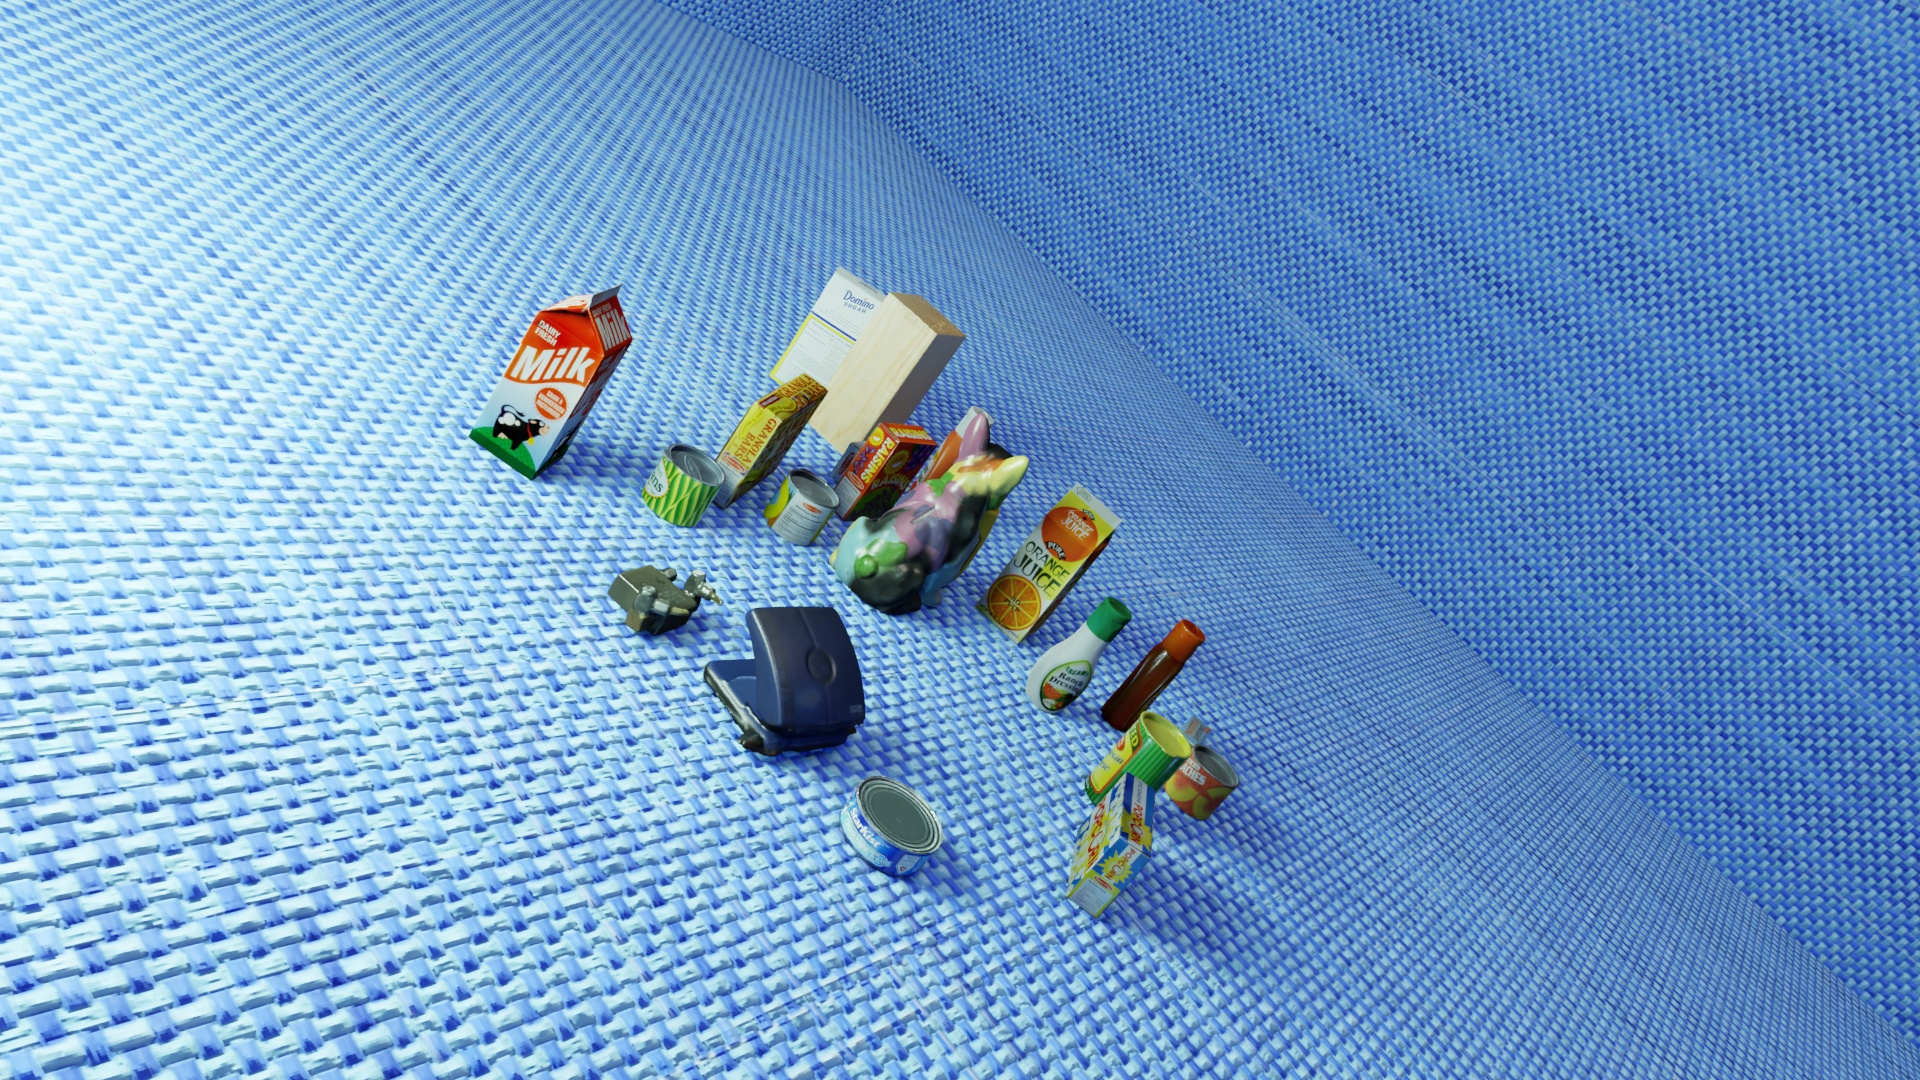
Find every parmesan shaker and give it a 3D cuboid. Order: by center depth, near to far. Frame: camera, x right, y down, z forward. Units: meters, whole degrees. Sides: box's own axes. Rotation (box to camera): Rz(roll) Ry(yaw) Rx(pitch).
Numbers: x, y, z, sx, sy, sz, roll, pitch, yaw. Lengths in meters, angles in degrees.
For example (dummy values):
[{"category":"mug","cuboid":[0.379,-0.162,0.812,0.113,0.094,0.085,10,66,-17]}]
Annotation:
[{"category":"parmesan shaker","cuboid":[0.185,0.239,1.454,0.071,0.102,0.071,32,22,-14]}]

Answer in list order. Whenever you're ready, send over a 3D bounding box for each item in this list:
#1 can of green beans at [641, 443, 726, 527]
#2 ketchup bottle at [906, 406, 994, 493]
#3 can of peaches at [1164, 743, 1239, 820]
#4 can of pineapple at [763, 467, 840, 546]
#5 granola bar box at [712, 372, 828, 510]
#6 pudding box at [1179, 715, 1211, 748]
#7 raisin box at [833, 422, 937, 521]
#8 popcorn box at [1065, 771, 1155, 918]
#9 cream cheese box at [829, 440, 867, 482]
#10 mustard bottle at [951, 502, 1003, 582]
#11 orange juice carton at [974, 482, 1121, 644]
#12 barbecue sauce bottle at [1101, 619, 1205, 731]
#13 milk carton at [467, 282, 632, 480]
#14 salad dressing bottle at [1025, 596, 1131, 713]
[{"category":"can of green beans","cuboid":[-0.280,-0.056,1.404,0.071,0.057,0.071,32,22,-14]},{"category":"ketchup bottle","cuboid":[-0.012,-0.105,1.796,0.043,0.148,0.065,34,21,-8]},{"category":"can of peaches","cuboid":[0.272,0.274,1.579,0.071,0.058,0.071,32,22,-14]},{"category":"can of pineapple","cuboid":[-0.175,-0.037,1.528,0.071,0.057,0.071,32,22,-14]},{"category":"granola bar box","cuboid":[-0.216,-0.112,1.529,0.039,0.123,0.166,37,21,-1]},{"category":"pudding box","cuboid":[0.264,0.242,1.645,0.030,0.049,0.084,42,22,13]},{"category":"raisin box","cuboid":[-0.094,-0.081,1.655,0.040,0.123,0.086,47,23,24]},{"category":"popcorn box","cuboid":[0.145,0.287,1.319,0.038,0.085,0.127,36,21,-3]},{"category":"cream cheese box","cuboid":[-0.119,-0.099,1.750,0.024,0.053,0.104,43,22,15]},{"category":"mustard bottle","cuboid":[0.006,-0.020,1.634,0.065,0.159,0.049,29,22,-21]},{"category":"orange juice carton","cuboid":[0.109,0.025,1.655,0.072,0.192,0.073,41,21,11]},{"category":"barbecue sauce bottle","cuboid":[0.227,0.157,1.628,0.044,0.148,0.065,41,21,10]},{"category":"milk carton","cuboid":[-0.371,-0.157,1.289,0.073,0.190,0.072,35,21,-5]},{"category":"salad dressing bottle","cuboid":[0.132,0.127,1.543,0.064,0.147,0.044,27,23,-26]}]
